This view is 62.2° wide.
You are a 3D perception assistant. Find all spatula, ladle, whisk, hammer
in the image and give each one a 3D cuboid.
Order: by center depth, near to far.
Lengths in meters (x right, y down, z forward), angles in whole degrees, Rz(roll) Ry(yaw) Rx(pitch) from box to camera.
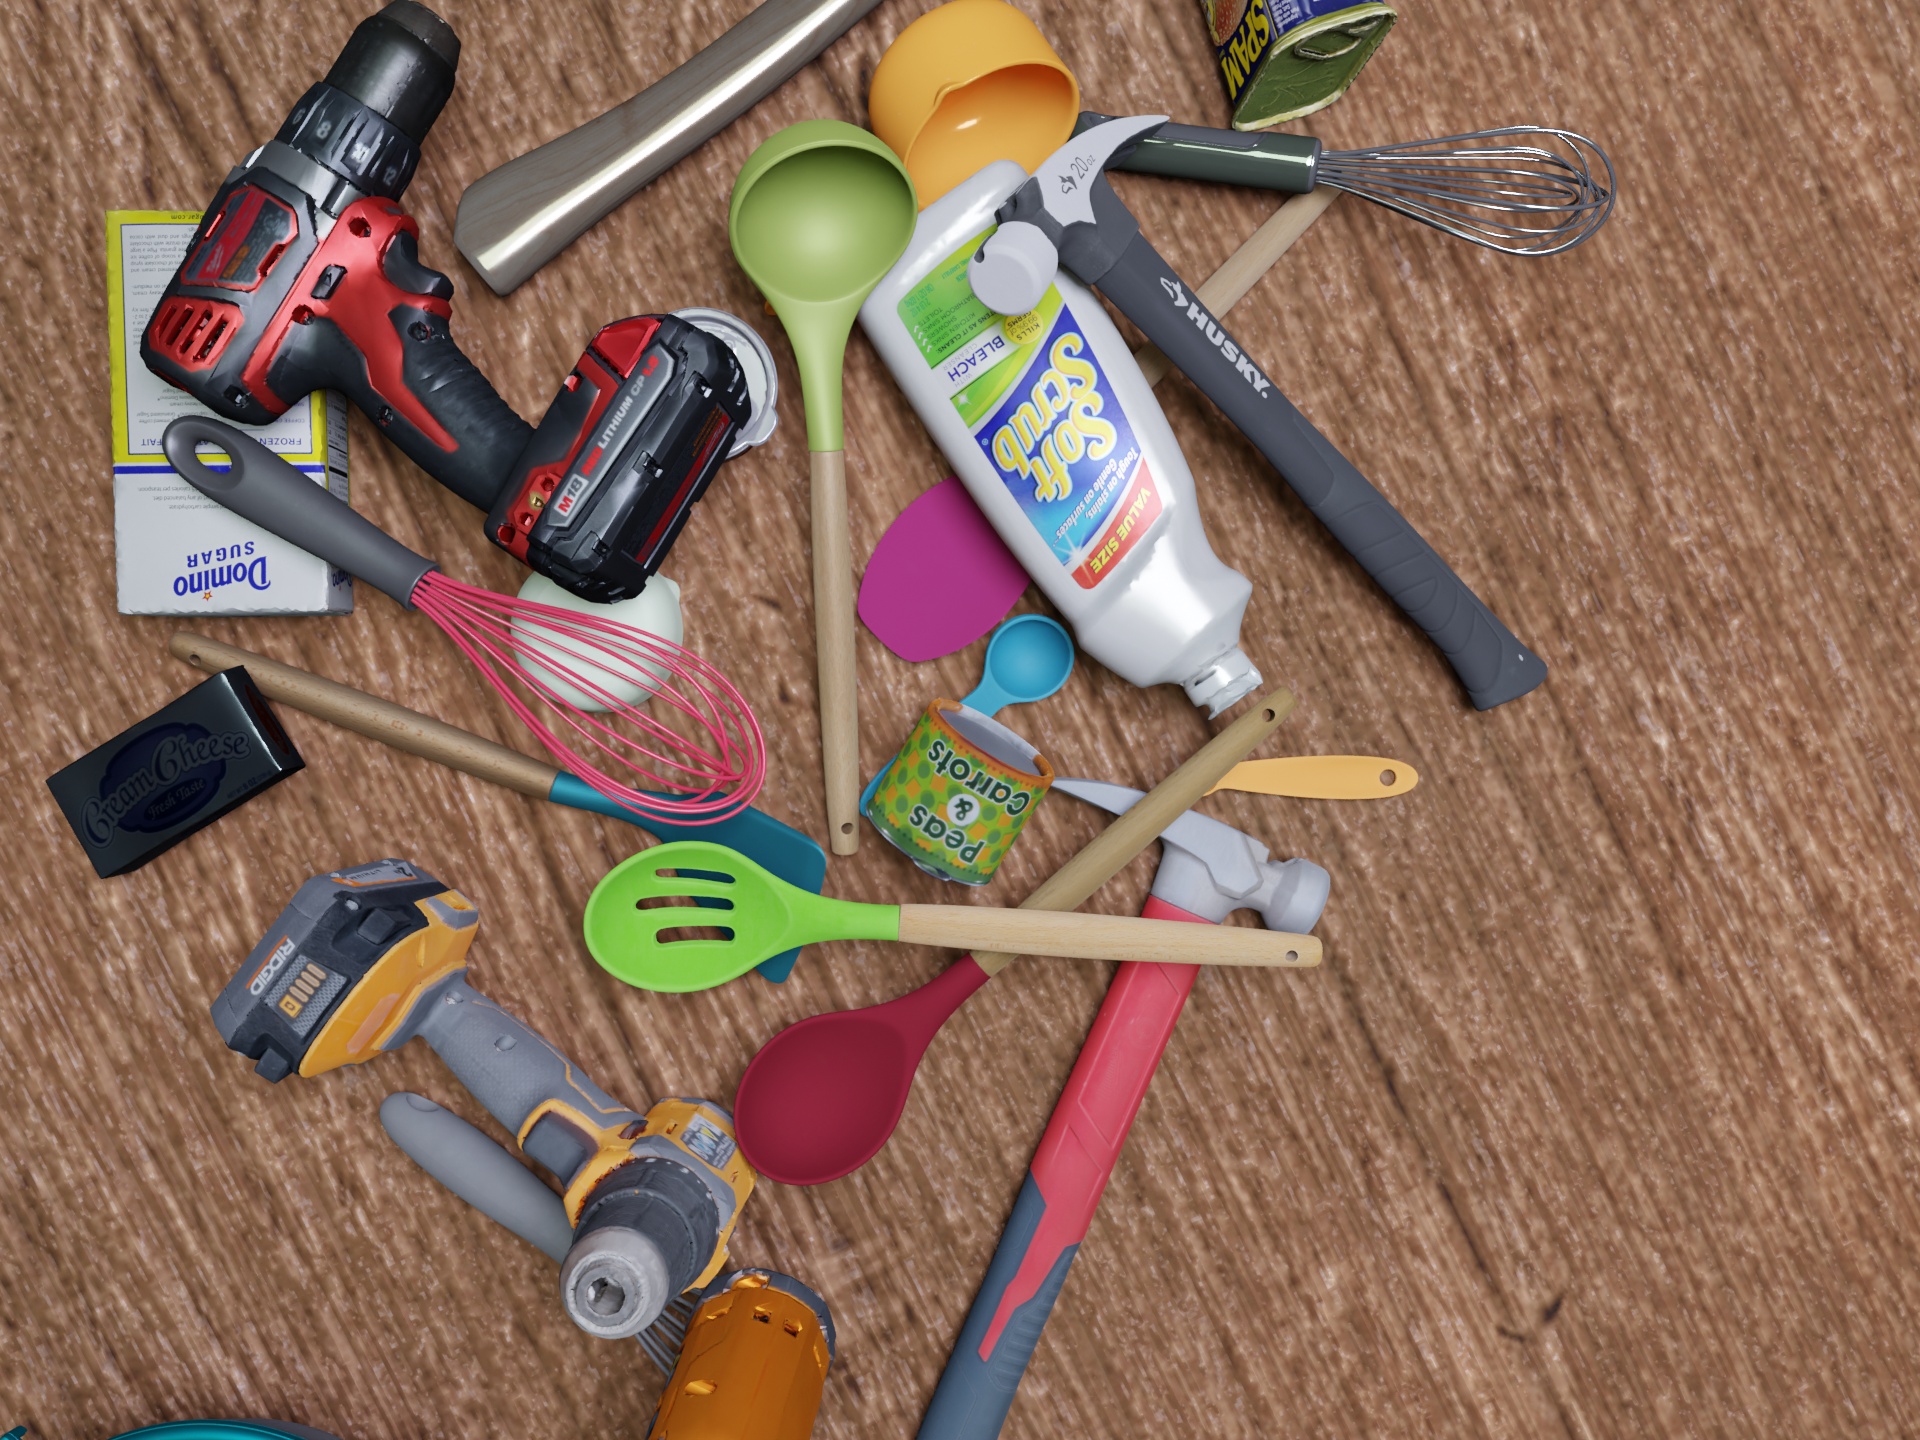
[{"bbox_3d":[-0.211,-0.047,0.674,0.296,0.073,0.073,31,89,1],"label":"whisk"},{"bbox_3d":[-0.054,-0.089,0.687,0.078,0.062,0.320,-6,107,-15],"label":"ladle"},{"bbox_3d":[0.150,-0.124,0.706,0.334,0.035,0.146,42,50,-17],"label":"hammer"},{"bbox_3d":[0.027,0.091,0.707,0.315,0.031,0.069,-41,90,1],"label":"ladle"},{"bbox_3d":[-0.051,-0.323,0.717,0.410,0.038,0.146,-39,79,0],"label":"hammer"},{"bbox_3d":[-0.211,0.025,0.718,0.317,0.044,0.082,21,122,-1],"label":"spatula"},{"bbox_3d":[0.168,-0.250,0.719,0.246,0.058,0.059,11,134,10],"label":"whisk"},{"bbox_3d":[-0.166,0.242,0.726,0.239,0.055,0.055,35,89,2],"label":"whisk"},{"bbox_3d":[0.030,0.218,0.738,0.143,0.038,0.386,24,89,-2],"label":"hammer"}]

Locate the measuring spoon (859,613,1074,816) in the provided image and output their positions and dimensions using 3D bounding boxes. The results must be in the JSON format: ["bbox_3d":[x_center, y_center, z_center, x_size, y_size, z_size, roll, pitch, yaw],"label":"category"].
[{"bbox_3d":[-0.001,-0.002,0.746,0.128,0.021,0.042,-43,113,7],"label":"measuring spoon"}]

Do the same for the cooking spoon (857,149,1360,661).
[{"bbox_3d":[0.074,-0.151,0.746,0.069,0.017,0.319,44,88,8],"label":"cooking spoon"}]

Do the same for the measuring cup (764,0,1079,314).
[{"bbox_3d":[-0.031,-0.253,0.719,0.173,0.095,0.052,-33,71,19],"label":"measuring cup"}]

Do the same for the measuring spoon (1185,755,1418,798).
[{"bbox_3d":[0.161,0.027,0.759,0.117,0.011,0.021,1,90,-7],"label":"measuring spoon"}]

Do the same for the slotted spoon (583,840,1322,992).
[{"bbox_3d":[-0.001,0.090,0.682,0.313,0.031,0.070,4,108,-2],"label":"slotted spoon"}]

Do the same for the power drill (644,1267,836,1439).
[{"bbox_3d":[-0.126,0.351,0.635,0.084,0.164,0.226,25,116,-3],"label":"power drill"}]

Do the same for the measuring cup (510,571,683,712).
[{"bbox_3d":[-0.189,-0.080,0.720,0.083,0.038,0.167,-31,94,-2],"label":"measuring cup"}]

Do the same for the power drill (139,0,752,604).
[{"bbox_3d":[-0.199,-0.172,0.653,0.227,0.080,0.188,31,88,4],"label":"power drill"}]

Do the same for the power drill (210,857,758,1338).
[{"bbox_3d":[-0.189,0.157,0.654,0.226,0.185,0.084,37,90,0],"label":"power drill"}]

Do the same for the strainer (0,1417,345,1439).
[{"bbox_3d":[-0.312,0.454,0.694,0.211,0.095,0.340,2,93,-1],"label":"strainer"}]
